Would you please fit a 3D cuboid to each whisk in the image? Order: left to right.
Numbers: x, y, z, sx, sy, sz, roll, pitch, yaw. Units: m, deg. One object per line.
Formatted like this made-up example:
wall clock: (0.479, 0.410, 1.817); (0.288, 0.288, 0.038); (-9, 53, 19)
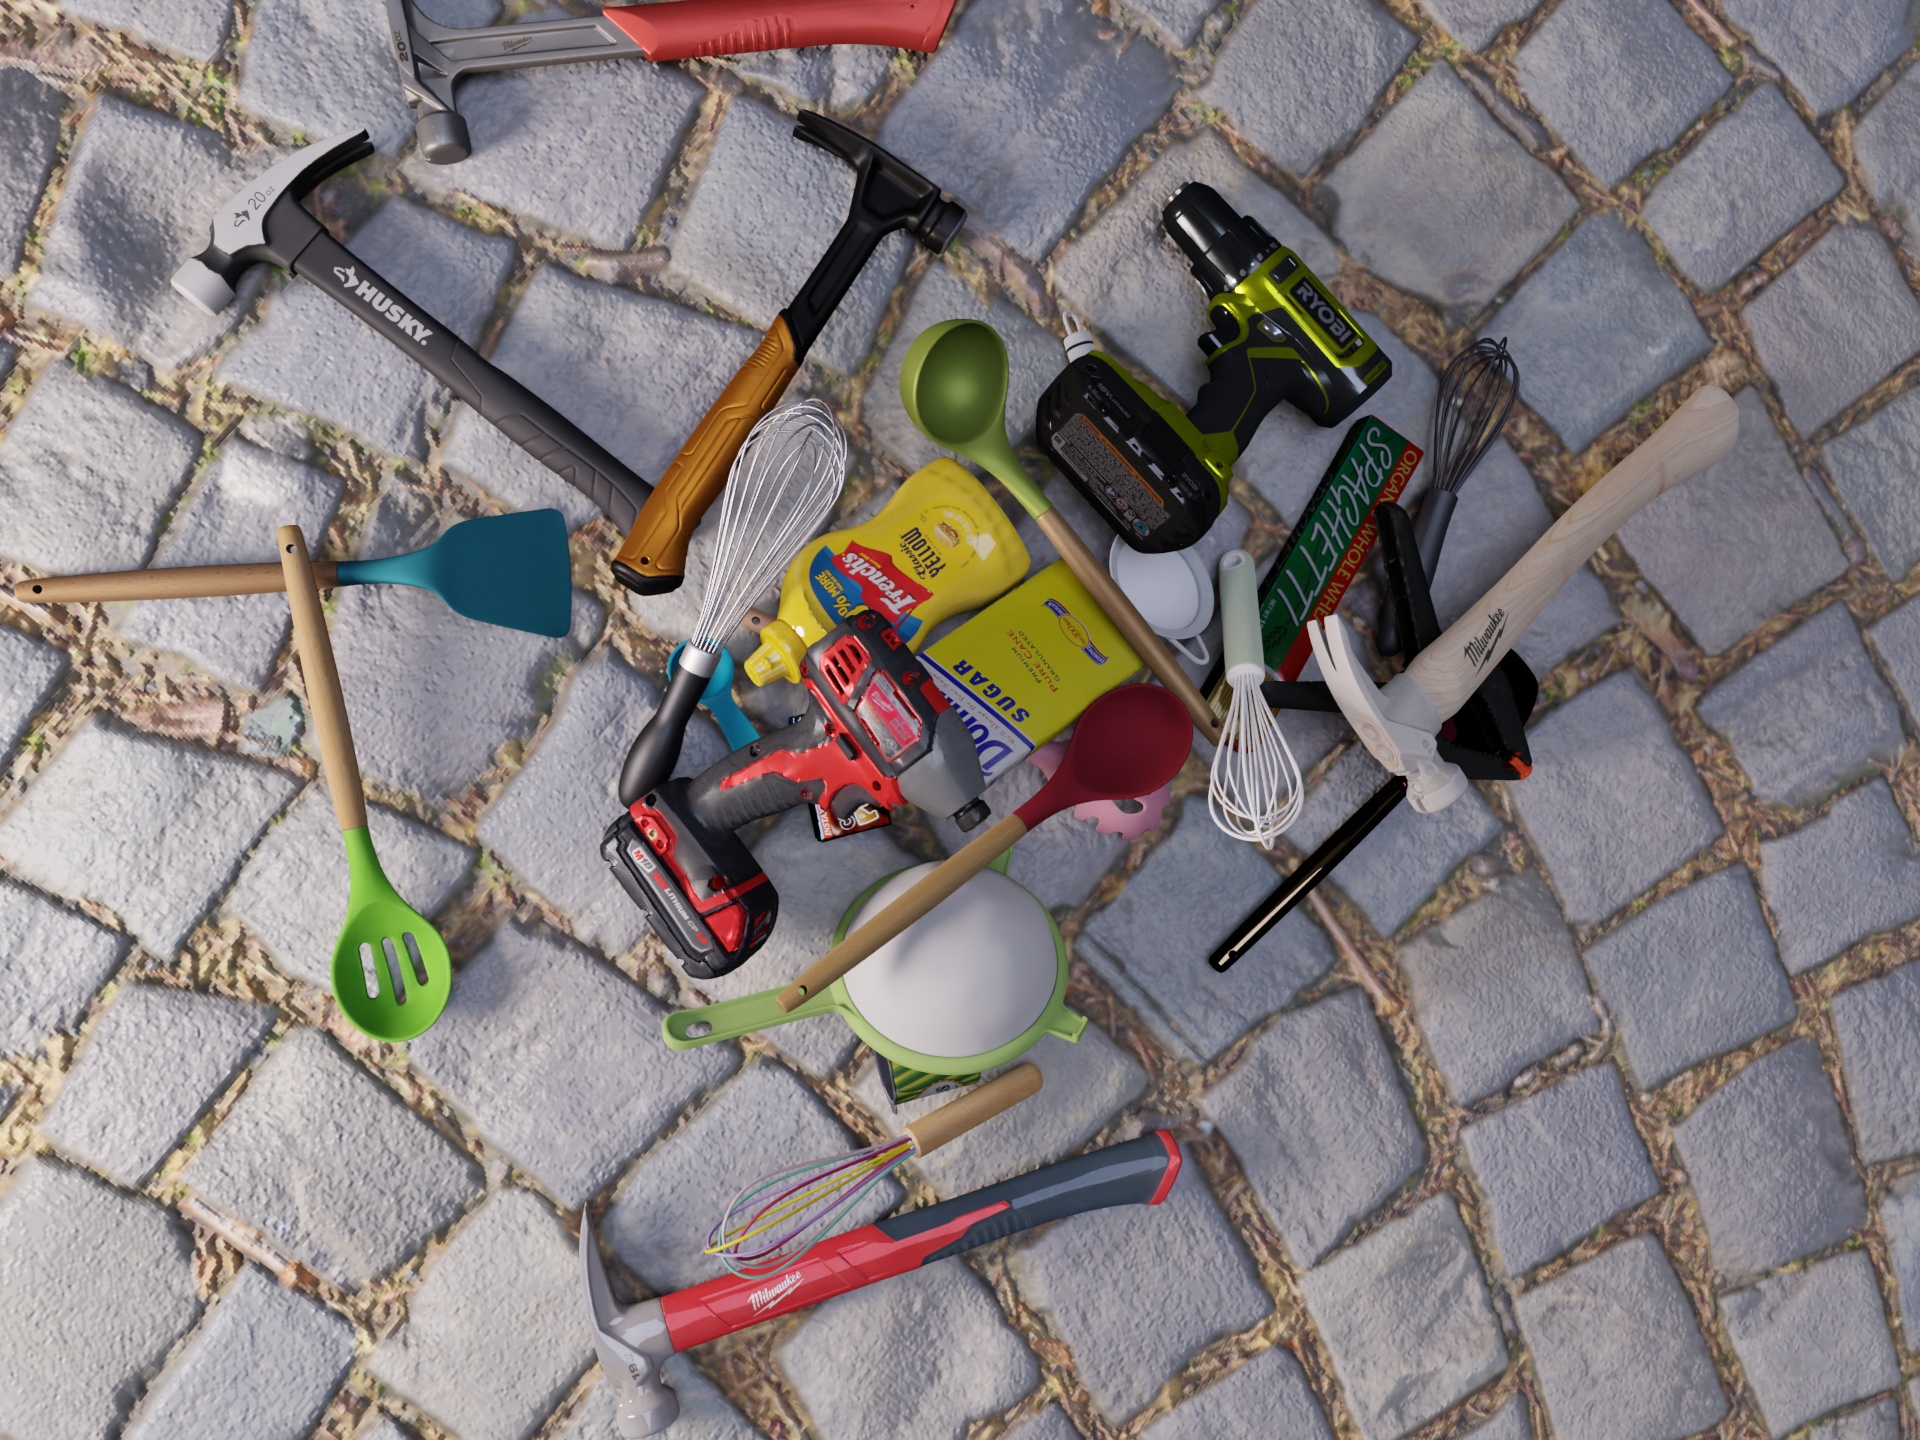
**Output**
whisk: (-0.145, -0.067, 0.970); (0.070, 0.070, 0.284); (26, 105, -9)
whisk: (-0.047, 0.273, 0.986); (0.245, 0.047, 0.051); (-22, 55, -29)
whisk: (0.183, -0.021, 1.014); (0.058, 0.247, 0.059); (-14, 135, 20)
whisk: (0.337, -0.157, 1.111); (0.055, 0.055, 0.239); (21, 87, -10)

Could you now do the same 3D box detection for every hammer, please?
hammer: (-0.302, -0.219, 0.988); (0.334, 0.035, 0.146); (38, 82, -8)
hammer: (-0.179, -0.453, 1.023); (0.359, 0.037, 0.149); (-11, 90, -11)
hammer: (-0.127, -0.227, 1.004); (0.127, 0.034, 0.337); (32, 75, -9)
hammer: (-0.045, 0.320, 1.015); (0.386, 0.038, 0.143); (-16, 89, -12)
hammer: (0.402, -0.118, 1.084); (0.411, 0.038, 0.146); (-40, 101, -22)

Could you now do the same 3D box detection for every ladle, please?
ladle: (0.017, 0.078, 0.961); (0.315, 0.031, 0.069); (-35, 85, -21)
ladle: (0.074, -0.112, 0.997); (0.078, 0.062, 0.320); (-41, 96, -21)

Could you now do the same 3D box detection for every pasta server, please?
pasta server: (-0.002, -0.003, 1.046); (0.316, 0.040, 0.060); (25, 83, -5)

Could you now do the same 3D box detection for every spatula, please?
spatula: (-0.402, -0.085, 0.969); (0.317, 0.044, 0.082); (-3, 89, -7)

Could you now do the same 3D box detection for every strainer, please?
strainer: (-0.055, 0.147, 0.966); (0.256, 0.069, 0.152); (-12, 54, -15)
strainer: (0.110, -0.154, 1.067); (0.087, 0.050, 0.258); (-13, 84, -37)

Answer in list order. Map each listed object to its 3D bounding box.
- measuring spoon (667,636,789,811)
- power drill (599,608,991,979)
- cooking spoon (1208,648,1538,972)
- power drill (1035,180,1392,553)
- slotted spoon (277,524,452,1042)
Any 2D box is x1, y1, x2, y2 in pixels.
measuring spoon: (-0.144, 0.003, 1.023); (0.042, 0.021, 0.128); (-30, 103, 1)
power drill: (-0.092, 0.051, 0.949); (0.219, 0.078, 0.143); (-38, 87, 14)
cooking spoon: (0.288, 0.063, 1.104); (0.319, 0.017, 0.068); (-42, 96, -11)
power drill: (0.157, -0.236, 1.044); (0.190, 0.080, 0.228); (47, 65, -3)
slotted spoon: (-0.366, 0.038, 0.952); (0.070, 0.031, 0.314); (-12, 96, -13)
